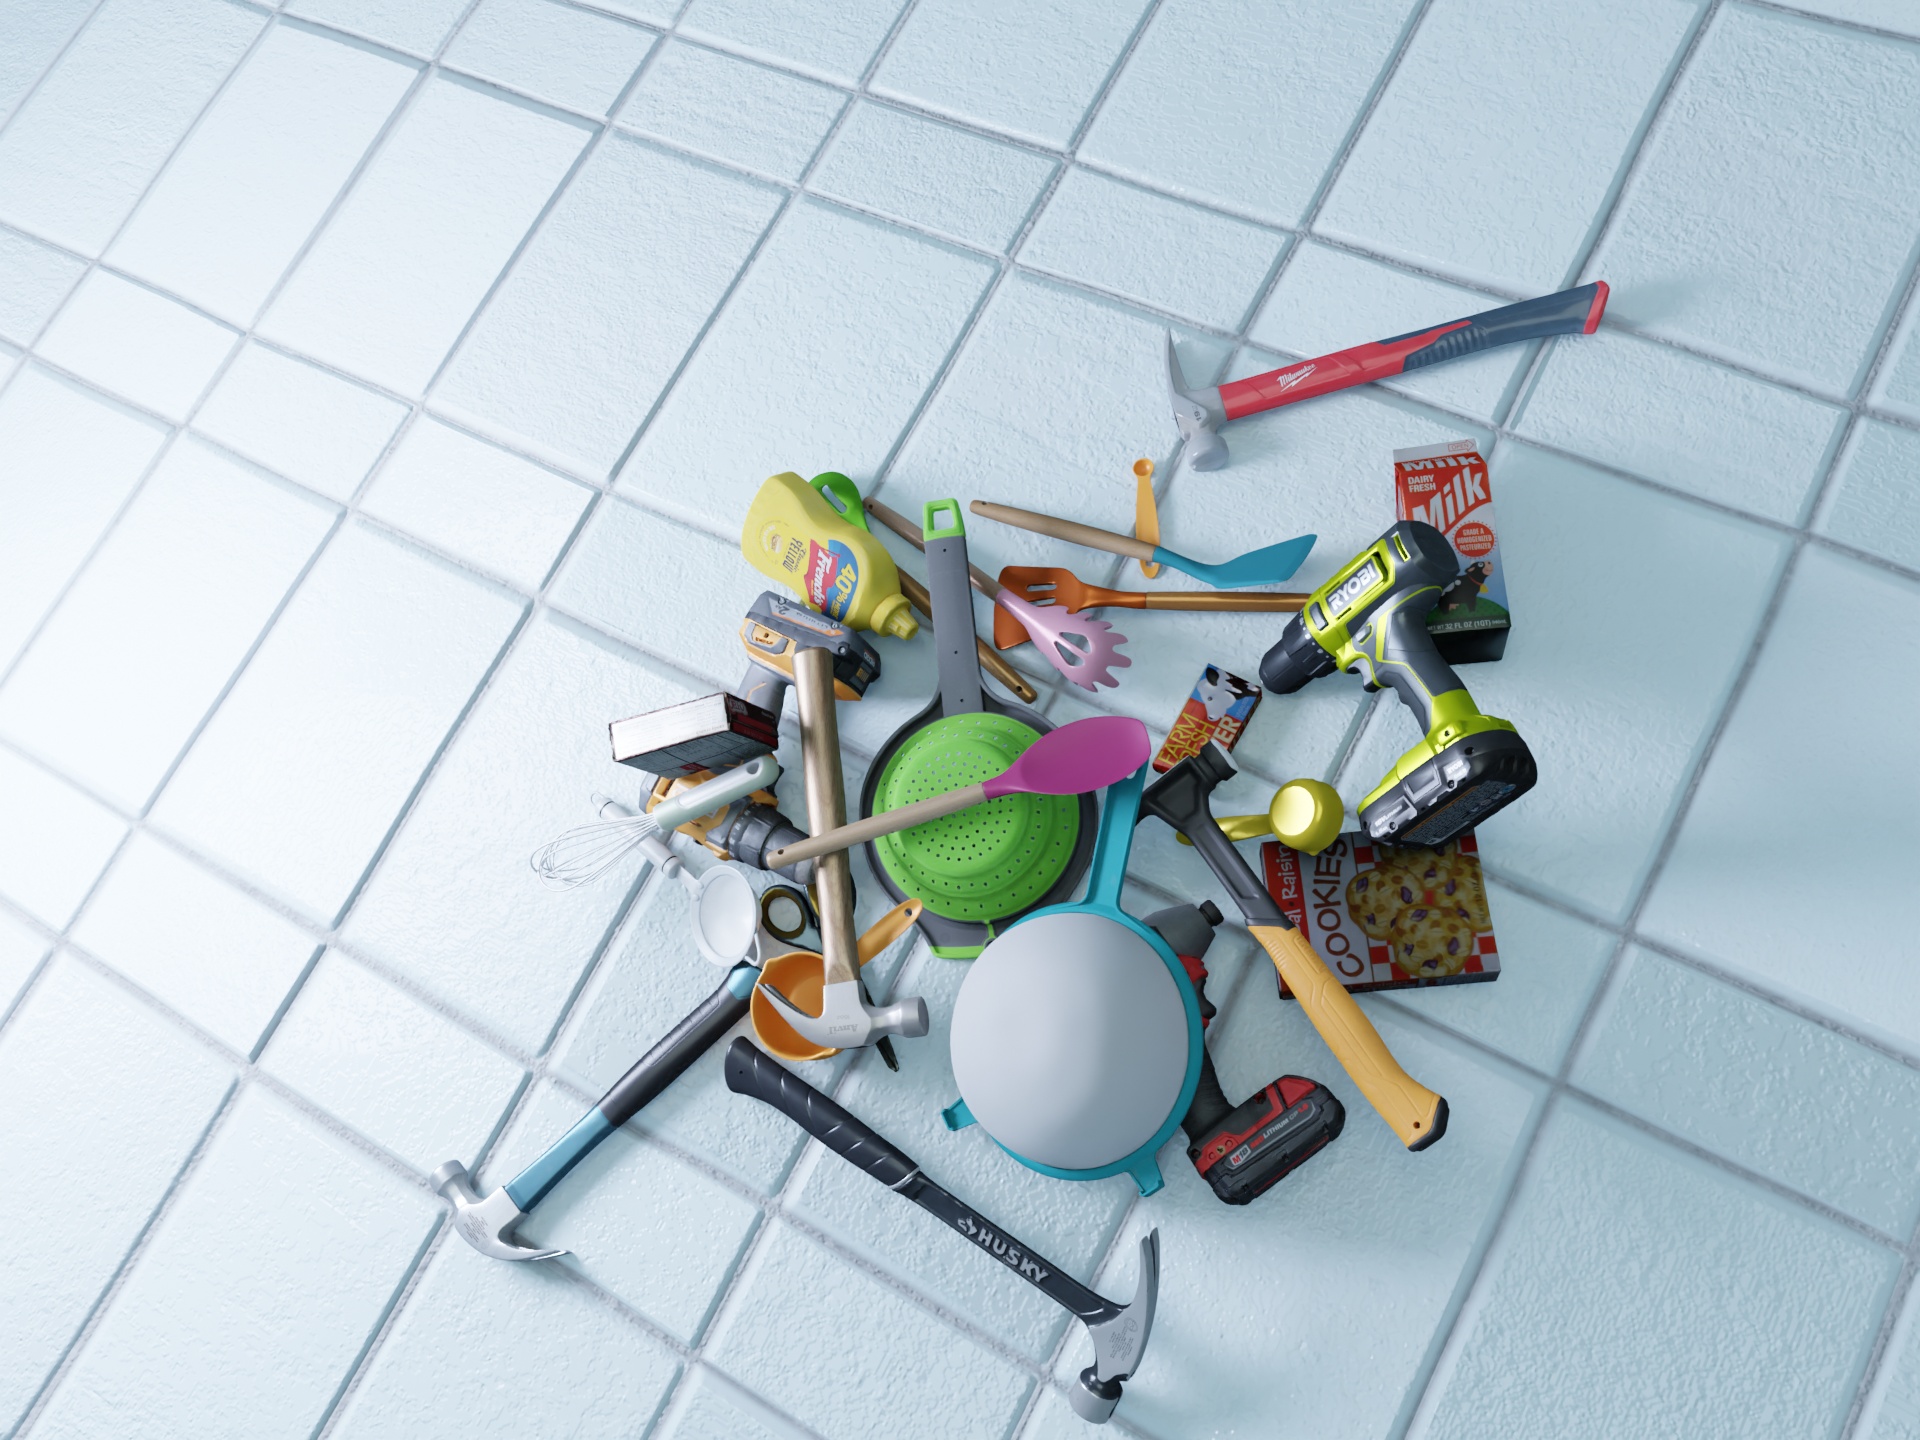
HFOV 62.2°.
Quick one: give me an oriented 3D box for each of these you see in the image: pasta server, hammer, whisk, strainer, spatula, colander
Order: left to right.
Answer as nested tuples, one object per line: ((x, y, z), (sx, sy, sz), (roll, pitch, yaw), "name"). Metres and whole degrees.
((-0.287, 0.320, 1.333), (0.331, 0.033, 0.128), (-43, 67, -5), "hammer")
((-0.260, 0.085, 1.346), (0.246, 0.059, 0.058), (-24, 49, 16), "whisk")
((-0.243, 0.131, 1.384), (0.259, 0.050, 0.087), (35, 111, 29), "strainer")
((-0.108, 0.100, 1.290), (0.130, 0.031, 0.331), (-11, 72, 11), "hammer")
((-0.027, 0.364, 1.240), (0.409, 0.036, 0.149), (29, 105, 24), "hammer")
((-0.002, -0.004, 1.319), (0.204, 0.094, 0.397), (-8, 79, 9), "colander")
((0.022, -0.122, 1.411), (0.316, 0.040, 0.060), (38, 105, 32), "pasta server")
((0.082, 0.177, 1.199), (0.211, 0.095, 0.340), (10, 86, 33), "strainer")
((0.149, -0.163, 1.396), (0.318, 0.044, 0.082), (17, 43, 23), "spatula")
((0.187, -0.102, 1.387), (0.322, 0.041, 0.081), (2, 73, 9), "spatula")
((0.240, 0.178, 1.193), (0.127, 0.034, 0.337), (-40, 64, 11), "hammer")
((0.377, -0.337, 1.421), (0.386, 0.038, 0.143), (-15, 67, 7), "hammer")

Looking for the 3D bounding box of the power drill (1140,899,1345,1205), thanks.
((0.192, 0.249, 1.232), (0.143, 0.078, 0.220), (-36, 64, -2), "power drill")

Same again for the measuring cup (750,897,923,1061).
((-0.090, 0.207, 1.302), (0.173, 0.052, 0.095), (-41, 70, 3), "measuring cup")

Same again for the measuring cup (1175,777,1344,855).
((0.230, 0.081, 1.266), (0.156, 0.029, 0.062), (-13, 68, 41), "measuring cup")

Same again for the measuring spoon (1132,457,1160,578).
((0.168, -0.181, 1.427), (0.021, 0.011, 0.117), (-7, 73, 15), "measuring spoon")

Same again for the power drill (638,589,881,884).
((-0.155, 0.021, 1.384), (0.185, 0.084, 0.226), (26, 82, 24), "power drill")

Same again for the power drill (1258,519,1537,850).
((0.333, -0.017, 1.245), (0.190, 0.080, 0.229), (-45, 49, 39), "power drill")

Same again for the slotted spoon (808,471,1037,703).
((-0.043, -0.120, 1.439), (0.314, 0.031, 0.070), (43, 107, 20), "slotted spoon")

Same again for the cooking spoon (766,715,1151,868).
((-0.004, 0.063, 1.246), (0.319, 0.017, 0.069), (-18, 51, 9), "cooking spoon")
